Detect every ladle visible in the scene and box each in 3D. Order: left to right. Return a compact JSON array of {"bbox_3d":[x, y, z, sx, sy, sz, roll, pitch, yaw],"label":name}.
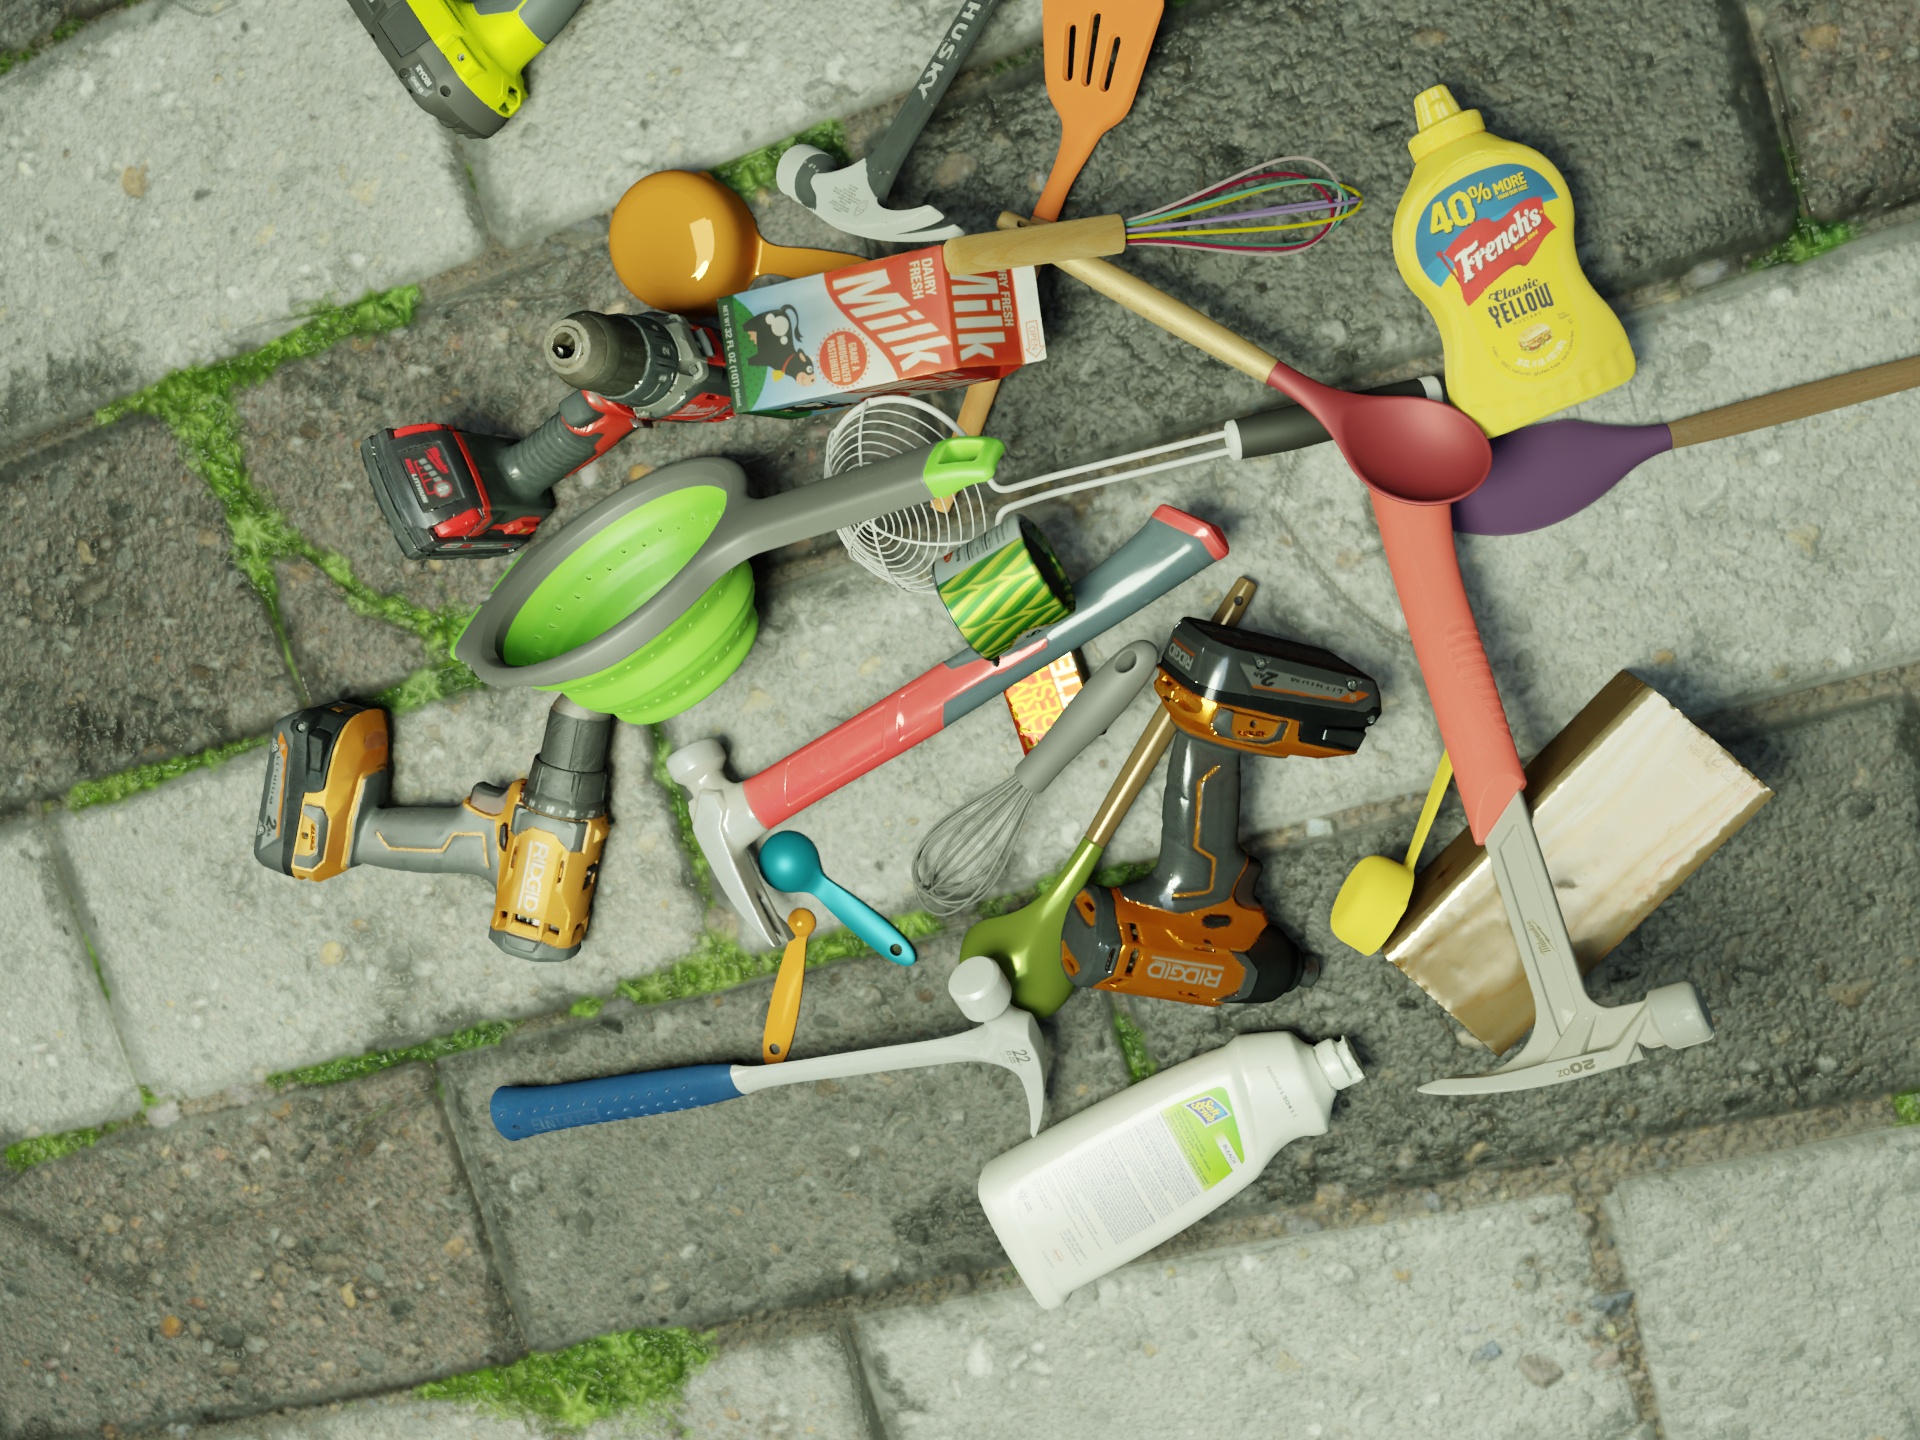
[{"bbox_3d":[0.097,0.051,0.997,0.078,0.062,0.320,30,97,-1],"label":"ladle"},{"bbox_3d":[0.154,-0.210,0.903,0.315,0.031,0.069,32,74,10],"label":"ladle"}]

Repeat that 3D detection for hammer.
[{"bbox_3d":[-0.134,0.241,1.054,0.405,0.035,0.143,-13,128,21],"label":"hammer"},{"bbox_3d":[-0.002,-0.003,0.977,0.386,0.038,0.143,-30,83,19],"label":"hammer"},{"bbox_3d":[0.043,-0.455,0.904,0.149,0.036,0.409,41,103,40],"label":"hammer"},{"bbox_3d":[0.278,0.019,0.876,0.149,0.036,0.359,-22,69,28],"label":"hammer"}]

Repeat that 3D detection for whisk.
[{"bbox_3d":[0.044,0.037,0.973,0.055,0.055,0.239,42,119,4],"label":"whisk"},{"bbox_3d":[0.110,-0.279,0.899,0.245,0.051,0.047,-11,72,-8],"label":"whisk"}]

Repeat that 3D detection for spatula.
[{"bbox_3d":[0.037,-0.278,0.953,0.081,0.041,0.322,27,106,25],"label":"spatula"},{"bbox_3d":[0.426,-0.164,0.893,0.316,0.018,0.060,-14,95,16],"label":"spatula"}]

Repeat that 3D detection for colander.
[{"bbox_3d":[-0.127,-0.079,0.946,0.397,0.205,0.094,-12,129,33],"label":"colander"}]

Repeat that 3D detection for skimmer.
[{"bbox_3d":[0.097,-0.162,0.952,0.363,0.090,0.127,-13,115,1],"label":"skimmer"}]

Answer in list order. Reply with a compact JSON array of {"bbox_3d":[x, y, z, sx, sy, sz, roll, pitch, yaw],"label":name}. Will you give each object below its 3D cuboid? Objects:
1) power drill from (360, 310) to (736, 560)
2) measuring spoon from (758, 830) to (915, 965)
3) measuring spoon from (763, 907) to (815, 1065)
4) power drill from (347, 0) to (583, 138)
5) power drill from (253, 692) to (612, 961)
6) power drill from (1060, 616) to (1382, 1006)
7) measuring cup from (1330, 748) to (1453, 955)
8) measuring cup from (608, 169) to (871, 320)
[{"bbox_3d":[-0.251,-0.179,0.963,0.226,0.188,0.080,-24,88,19],"label":"power drill"},{"bbox_3d":[-0.083,0.122,1.052,0.128,0.021,0.042,38,103,6],"label":"measuring spoon"},{"bbox_3d":[-0.118,0.183,1.076,0.021,0.011,0.117,15,102,10],"label":"measuring spoon"},{"bbox_3d":[-0.263,-0.483,0.975,0.223,0.080,0.171,-33,91,12],"label":"power drill"},{"bbox_3d":[-0.345,0.048,1.075,0.226,0.084,0.185,16,101,6],"label":"power drill"},{"bbox_3d":[0.167,0.066,0.948,0.164,0.084,0.226,12,105,-17],"label":"power drill"},{"bbox_3d":[0.259,0.062,0.937,0.029,0.062,0.156,25,79,2],"label":"measuring cup"},{"bbox_3d":[-0.135,-0.290,0.984,0.173,0.052,0.095,12,101,13],"label":"measuring cup"}]
